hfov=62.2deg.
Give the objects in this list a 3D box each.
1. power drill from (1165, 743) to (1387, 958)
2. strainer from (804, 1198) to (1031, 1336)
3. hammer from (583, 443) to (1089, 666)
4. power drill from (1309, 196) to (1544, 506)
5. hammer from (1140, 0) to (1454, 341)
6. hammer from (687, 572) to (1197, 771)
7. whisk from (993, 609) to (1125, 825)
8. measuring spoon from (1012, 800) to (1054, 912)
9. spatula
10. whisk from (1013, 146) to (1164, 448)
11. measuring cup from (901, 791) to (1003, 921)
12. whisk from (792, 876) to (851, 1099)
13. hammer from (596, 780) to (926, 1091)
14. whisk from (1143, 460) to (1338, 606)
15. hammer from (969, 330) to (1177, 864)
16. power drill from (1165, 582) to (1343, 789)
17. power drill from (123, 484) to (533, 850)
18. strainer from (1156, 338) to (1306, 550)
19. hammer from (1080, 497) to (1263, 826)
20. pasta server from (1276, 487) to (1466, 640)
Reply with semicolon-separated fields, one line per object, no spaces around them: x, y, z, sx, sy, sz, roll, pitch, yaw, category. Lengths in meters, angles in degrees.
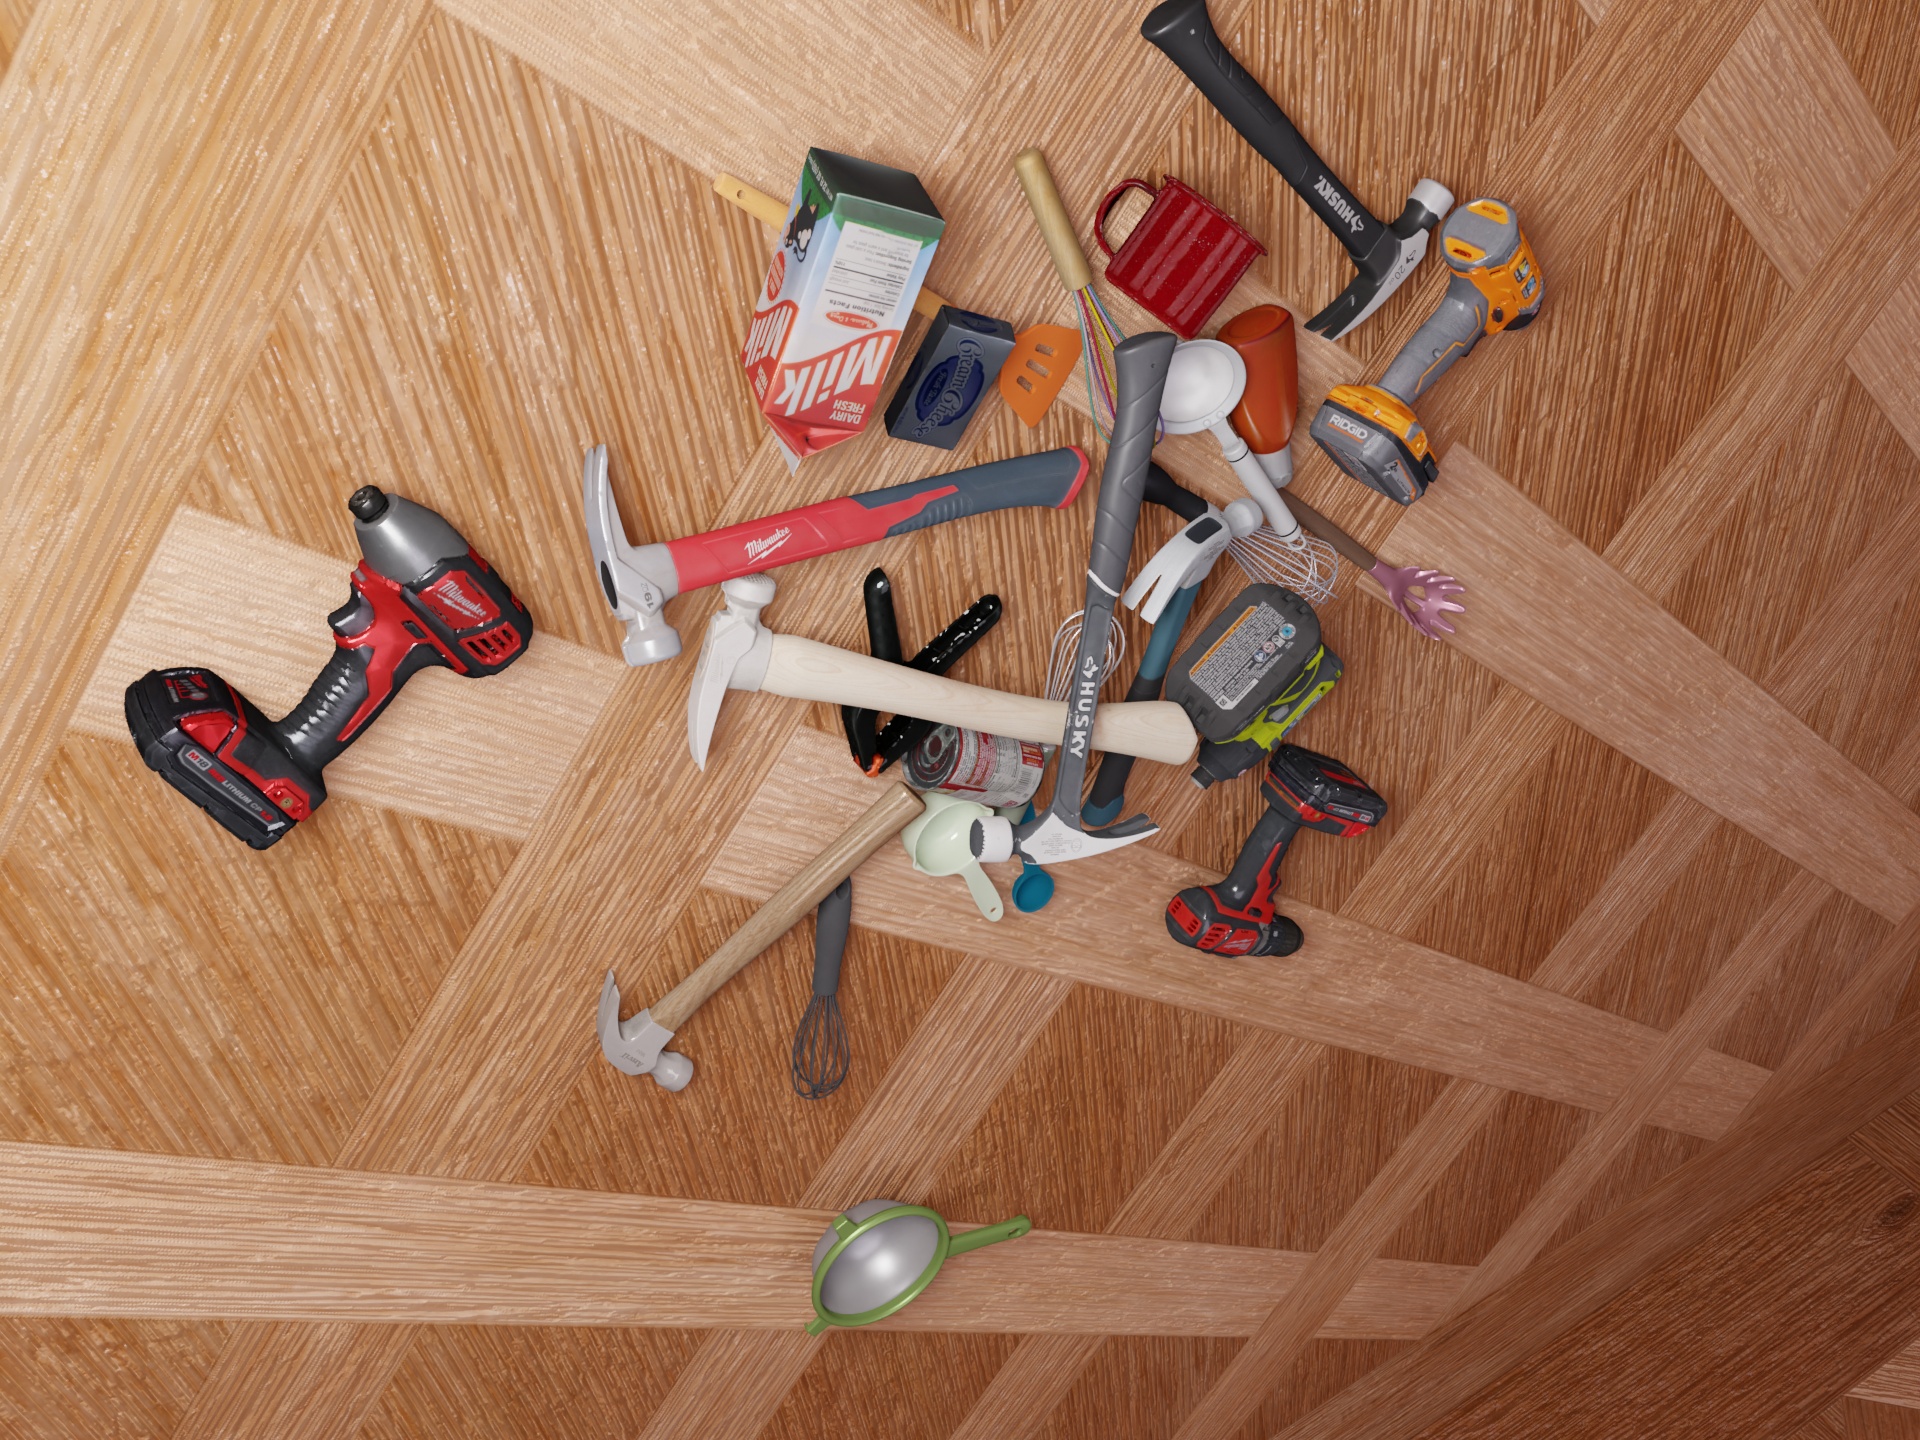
0.326;0.147;1.596;0.187;0.080;0.226;17;113;-41;power drill
-0.047;0.519;1.605;0.256;0.069;0.151;-3;120;-34;strainer
-0.072;-0.156;1.112;0.386;0.038;0.143;-19;102;-30;hammer
0.400;-0.297;1.321;0.226;0.084;0.164;-57;146;7;power drill
0.238;-0.409;1.164;0.334;0.035;0.146;26;103;-43;hammer
-0.002;-0.004;1.210;0.410;0.038;0.146;11;106;-25;hammer
0.073;0.011;1.346;0.058;0.059;0.246;22;115;-4;whisk
0.058;0.115;1.431;0.042;0.021;0.128;-20;121;-21;measuring spoon
-0.033;-0.287;1.073;0.322;0.041;0.081;21;106;-38;spatula
0.090;-0.293;1.133;0.051;0.047;0.244;-14;128;21;whisk
0.000;0.118;1.375;0.083;0.038;0.167;-36;136;-8;measuring cup
-0.113;0.229;1.369;0.055;0.055;0.238;-8;121;-30;whisk
-0.161;0.167;1.285;0.331;0.031;0.129;-42;134;5;hammer
0.223;-0.159;1.322;0.284;0.070;0.070;23;106;-38;whisk
0.108;-0.082;1.179;0.149;0.036;0.408;2;110;-20;hammer
0.253;-0.021;1.382;0.171;0.080;0.223;-47;159;2;power drill
-0.385;-0.038;0.970;0.219;0.079;0.143;-40;135;-8;power drill
0.211;-0.219;1.253;0.087;0.050;0.258;-29;128;19;strainer
0.158;-0.033;1.330;0.128;0.033;0.330;-30;149;-38;hammer
0.361;-0.150;1.433;0.316;0.040;0.060;25;93;-42;pasta server
